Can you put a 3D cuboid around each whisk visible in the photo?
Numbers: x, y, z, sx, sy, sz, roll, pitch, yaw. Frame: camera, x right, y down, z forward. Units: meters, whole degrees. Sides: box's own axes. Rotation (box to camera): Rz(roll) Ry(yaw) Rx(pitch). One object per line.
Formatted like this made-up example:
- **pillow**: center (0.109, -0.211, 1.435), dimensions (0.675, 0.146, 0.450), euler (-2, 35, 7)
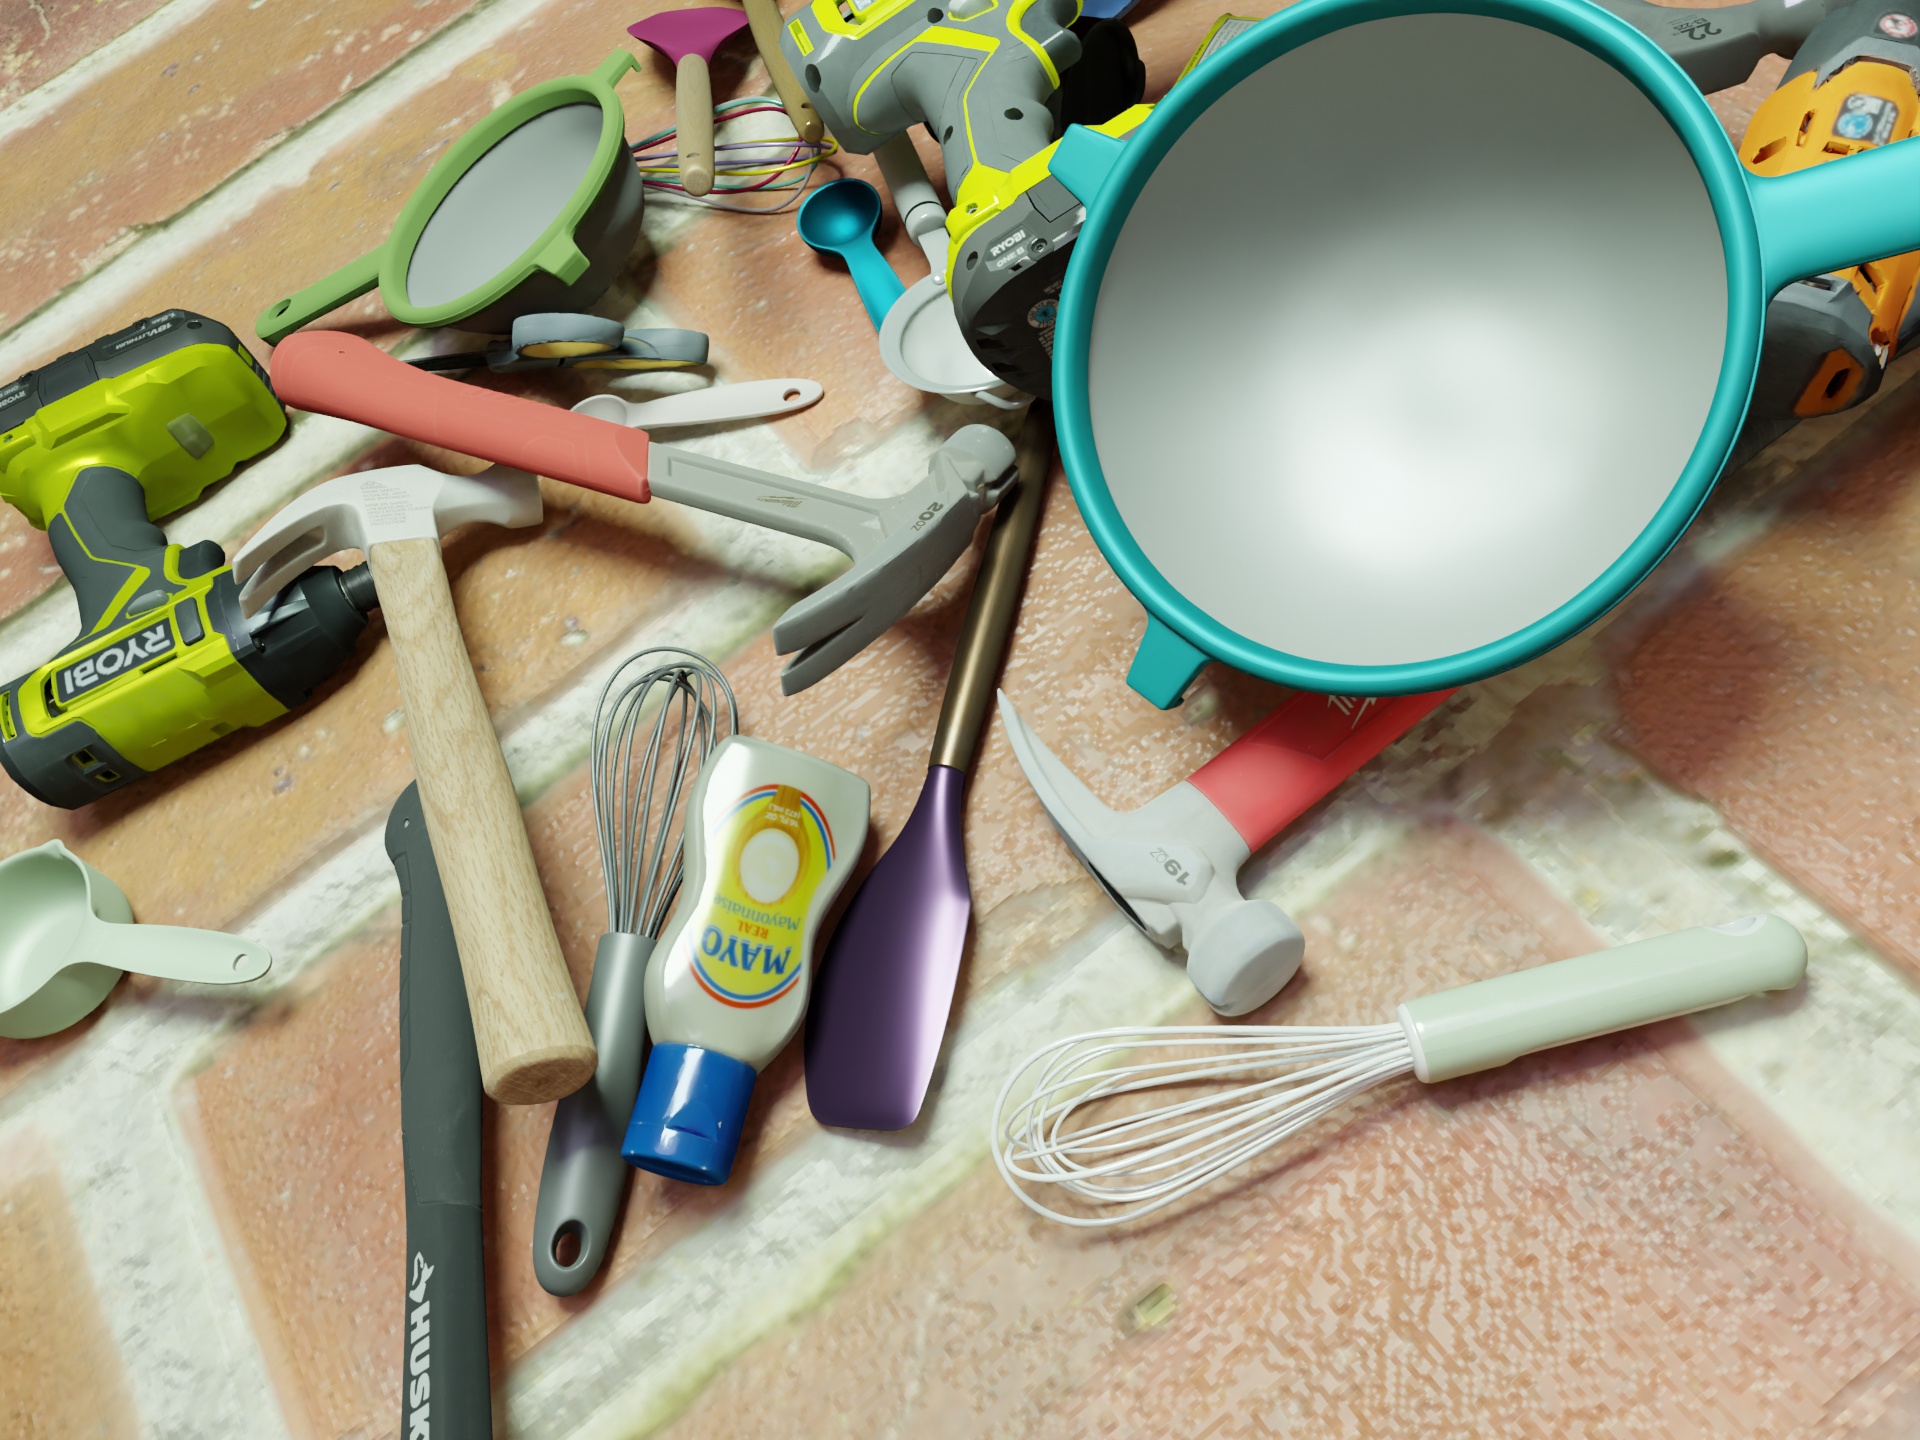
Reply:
- **whisk**: center (-0.173, -0.287, 0.821), dimensions (0.245, 0.051, 0.047), euler (5, 67, 25)
- **whisk**: center (0.128, 0.099, 0.475), dimensions (0.246, 0.058, 0.059), euler (-16, 90, 6)
- **whisk**: center (-0.121, 0.081, 0.570), dimensions (0.055, 0.055, 0.239), euler (-3, 63, 18)

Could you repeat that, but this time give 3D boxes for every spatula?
- **spatula**: center (-0.001, -0.002, 0.596), dimensions (0.060, 0.018, 0.316), euler (-3, 58, 33)

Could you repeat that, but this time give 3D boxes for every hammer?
- **hammer**: center (0.196, -0.363, 0.709), dimensions (0.144, 0.035, 0.406), euler (-22, 47, -8)
- **hammer**: center (-0.169, 0.149, 0.530), dimensions (0.146, 0.035, 0.335), euler (-38, 46, 25)
- **hammer**: center (-0.195, 0.005, 0.601), dimensions (0.130, 0.031, 0.332), euler (-11, 45, -21)
- **hammer**: center (-0.163, -0.107, 0.655), dimensions (0.359, 0.036, 0.149), euler (18, 44, 27)
- **hammer**: center (0.196, -0.067, 0.556), dimensions (0.386, 0.038, 0.143), euler (-37, 53, -6)

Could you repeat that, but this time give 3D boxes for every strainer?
- **strainer**: center (0.196, -0.123, 0.472), dimensions (0.340, 0.095, 0.211), euler (-10, 86, 30)
- **strainer**: center (-0.251, -0.224, 0.804), dimensions (0.256, 0.069, 0.152), euler (-14, 55, 29)
- **strainer**: center (-0.010, -0.214, 0.706), dimensions (0.087, 0.050, 0.259), euler (-19, 58, -2)

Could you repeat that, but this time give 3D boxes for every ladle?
- **ladle**: center (-0.101, -0.368, 0.823), dimensions (0.069, 0.031, 0.316), euler (-9, 44, -9)

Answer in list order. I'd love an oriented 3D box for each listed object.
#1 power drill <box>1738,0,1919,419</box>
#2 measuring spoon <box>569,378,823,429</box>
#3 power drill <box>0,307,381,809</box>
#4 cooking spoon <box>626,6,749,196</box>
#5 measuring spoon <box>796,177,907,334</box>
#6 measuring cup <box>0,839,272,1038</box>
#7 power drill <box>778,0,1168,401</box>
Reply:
- **power drill**: center (0.359, -0.151, 0.494), dimensions (0.226, 0.084, 0.164), euler (20, 74, 16)
- **measuring spoon**: center (-0.122, -0.138, 0.729), dimensions (0.124, 0.018, 0.034), euler (-7, 57, 7)
- **power drill**: center (-0.365, -0.084, 0.742), dimensions (0.171, 0.080, 0.223), euler (-27, 57, -4)
- **cooking spoon**: center (-0.131, -0.313, 0.781), dimensions (0.068, 0.017, 0.319), euler (-8, 36, -5)
- **measuring spoon**: center (-0.038, -0.201, 0.739), dimensions (0.042, 0.021, 0.129), euler (-27, 63, 2)
- **measuring cup**: center (-0.337, 0.096, 0.642), dimensions (0.167, 0.038, 0.083), euler (3, 60, 19)
- **power drill**: center (0.043, -0.256, 0.633), dimensions (0.190, 0.080, 0.229), euler (-30, 57, 11)
